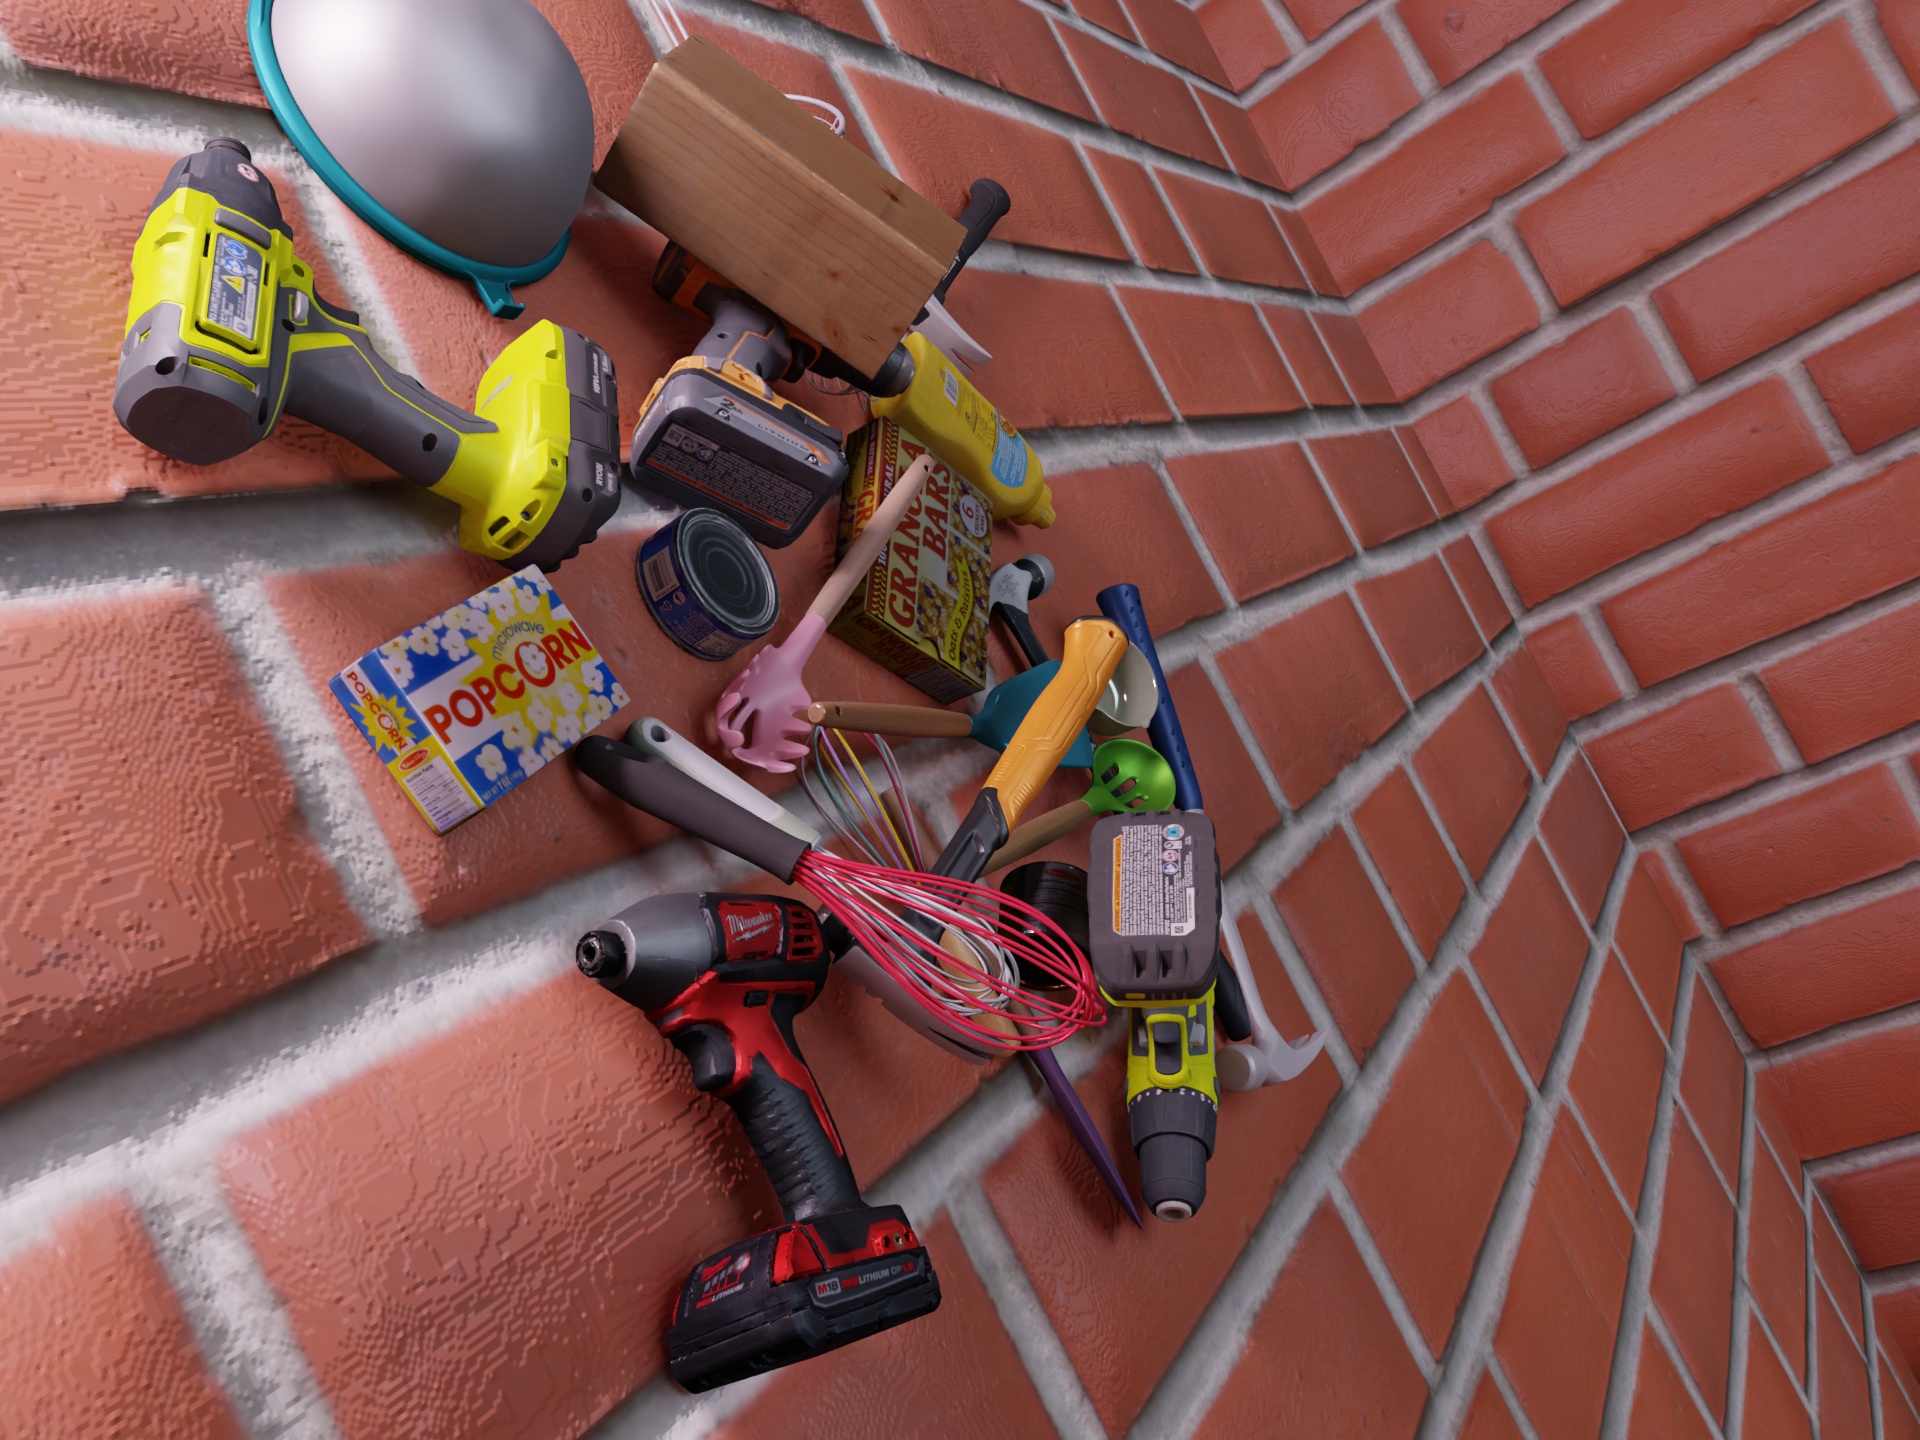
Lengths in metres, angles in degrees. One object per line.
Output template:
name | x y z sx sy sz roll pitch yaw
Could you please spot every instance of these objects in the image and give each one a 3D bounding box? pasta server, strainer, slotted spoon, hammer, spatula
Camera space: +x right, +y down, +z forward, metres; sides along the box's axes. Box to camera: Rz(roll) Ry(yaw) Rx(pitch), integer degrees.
pasta server | -0.072 -0.078 0.978 0.060 0.040 0.316 55 40 -25
strainer | -0.319 -0.396 0.863 0.340 0.095 0.211 43 34 -32
slotted spoon | 0.069 0.066 1.078 0.070 0.031 0.313 49 29 12
hammer | 0.185 0.083 1.236 0.144 0.035 0.406 8 60 -53
hammer | 0.122 0.065 1.224 0.409 0.036 0.149 60 31 -3
hammer | 0.036 0.049 0.967 0.127 0.034 0.337 40 48 -7
spatula | 0.034 0.180 0.995 0.316 0.018 0.060 60 -6 2
hammer | 0.000 -0.426 1.450 0.146 0.035 0.335 50 31 -18
spatula | -0.002 -0.003 1.004 0.317 0.044 0.082 3 67 -64

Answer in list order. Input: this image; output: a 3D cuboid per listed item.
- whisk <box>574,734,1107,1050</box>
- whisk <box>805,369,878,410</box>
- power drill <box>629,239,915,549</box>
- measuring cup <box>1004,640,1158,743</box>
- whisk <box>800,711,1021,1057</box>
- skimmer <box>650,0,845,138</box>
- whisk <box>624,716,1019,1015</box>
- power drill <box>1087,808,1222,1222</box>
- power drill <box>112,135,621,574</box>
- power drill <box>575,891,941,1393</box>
whisk | -0.062 0.079 0.780 0.296 0.073 0.073 27 30 8
whisk | -0.093 -0.343 1.215 0.070 0.070 0.285 32 36 -41
power drill | -0.113 -0.213 1.015 0.185 0.084 0.226 24 41 -25
measuring cup | 0.079 -0.010 1.163 0.167 0.038 0.083 -27 88 -42
whisk | -0.028 0.097 0.960 0.051 0.047 0.245 -40 104 -48
skimmer | -0.210 -0.545 1.164 0.127 0.090 0.363 -26 85 -29
whisk | -0.073 0.074 0.828 0.246 0.059 0.058 35 35 2
power drill | 0.130 0.188 1.016 0.191 0.080 0.228 -83 166 -46
power drill | -0.277 -0.172 0.762 0.223 0.080 0.171 24 46 -43
power drill | -0.100 0.183 0.739 0.143 0.078 0.220 13 52 -55
